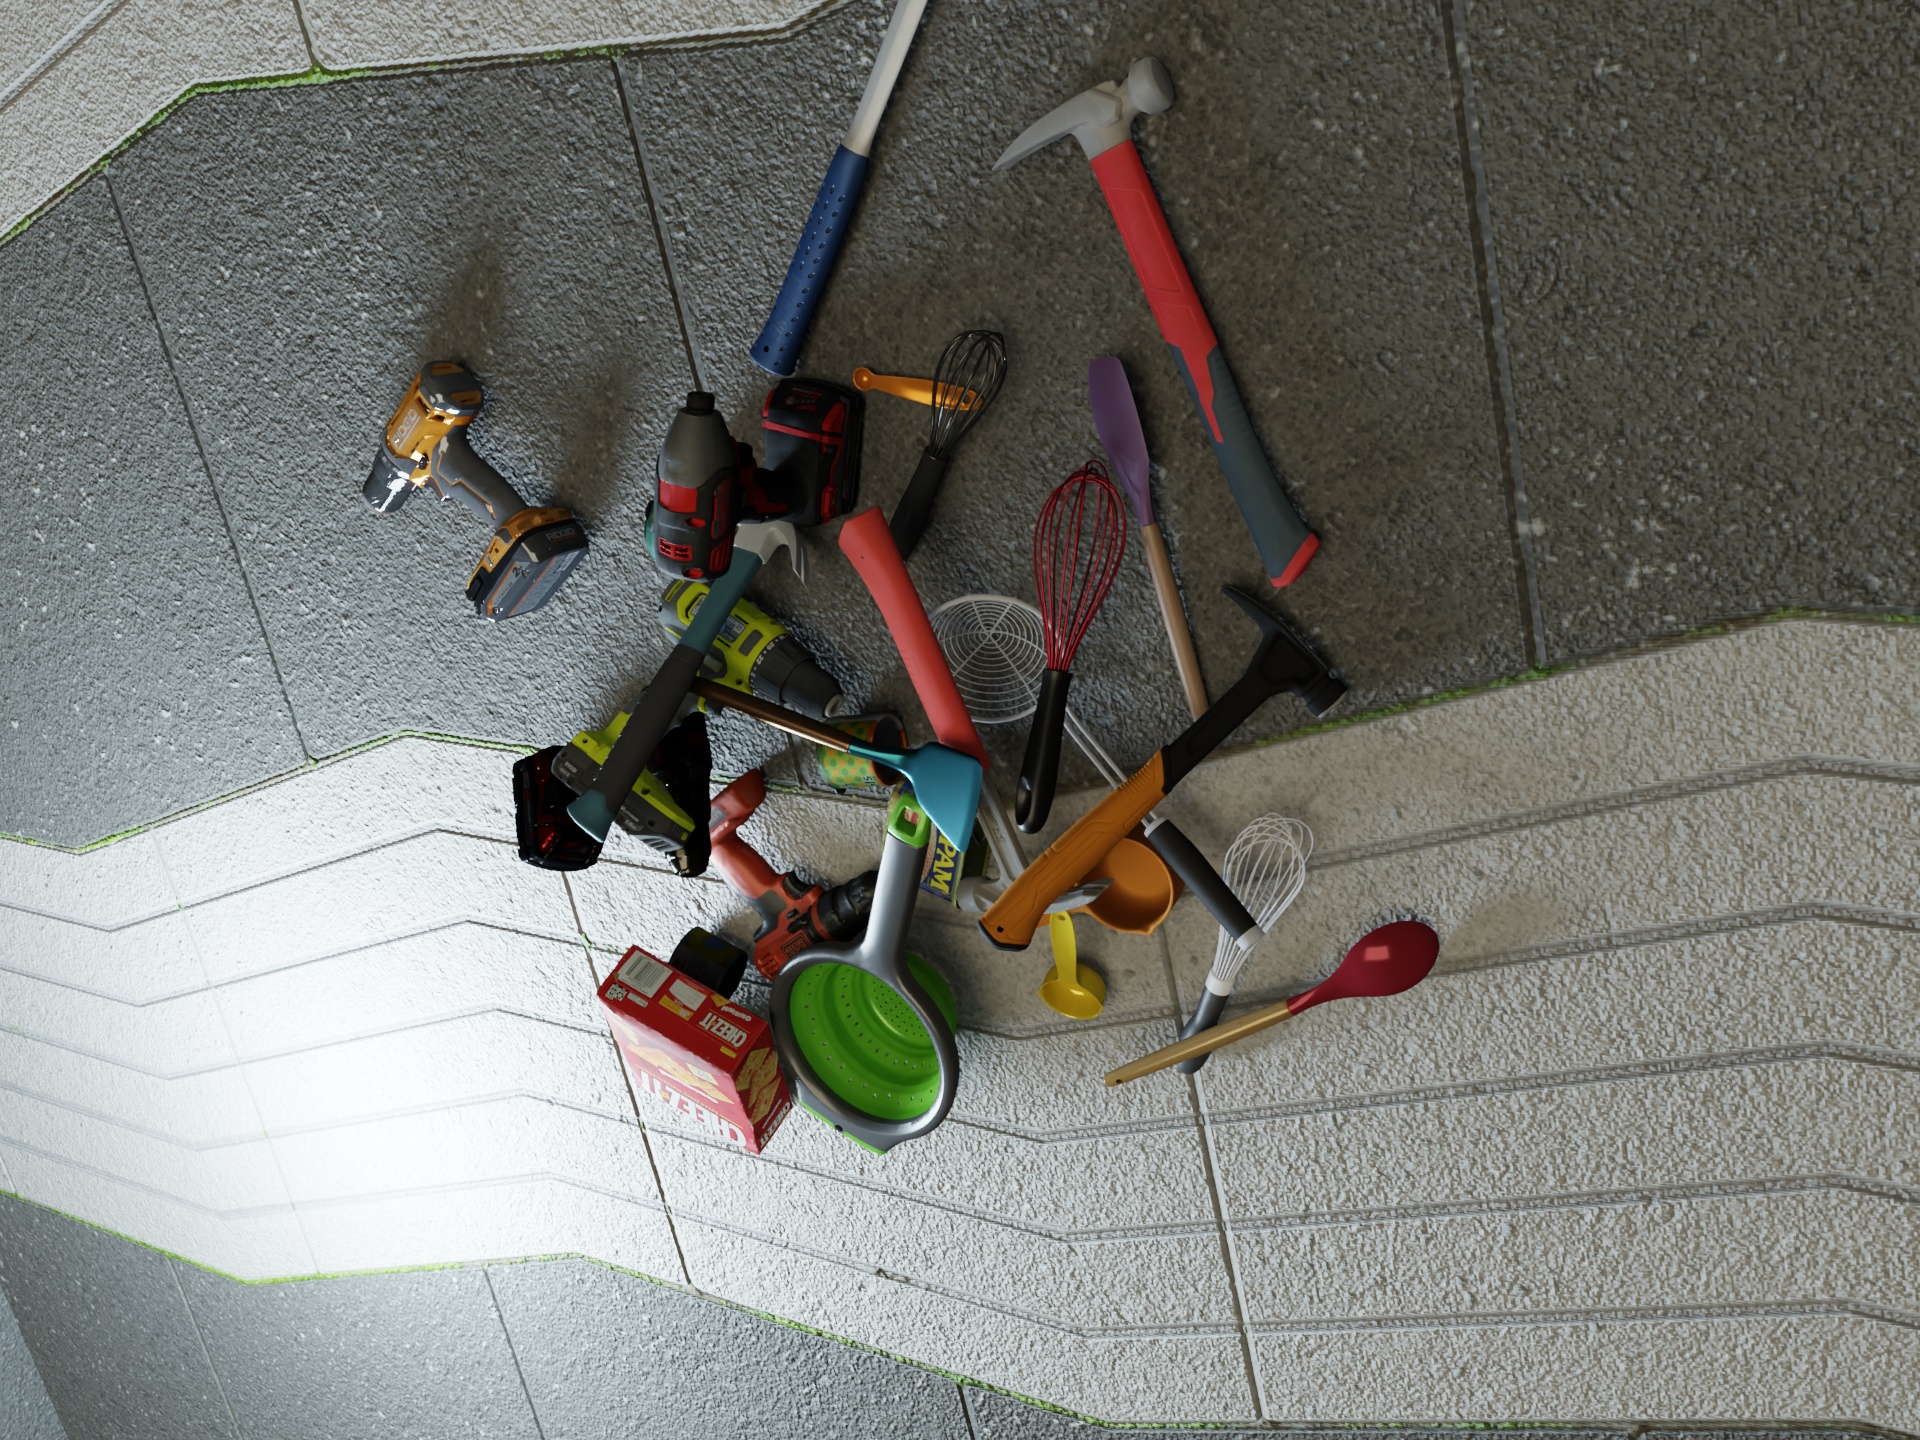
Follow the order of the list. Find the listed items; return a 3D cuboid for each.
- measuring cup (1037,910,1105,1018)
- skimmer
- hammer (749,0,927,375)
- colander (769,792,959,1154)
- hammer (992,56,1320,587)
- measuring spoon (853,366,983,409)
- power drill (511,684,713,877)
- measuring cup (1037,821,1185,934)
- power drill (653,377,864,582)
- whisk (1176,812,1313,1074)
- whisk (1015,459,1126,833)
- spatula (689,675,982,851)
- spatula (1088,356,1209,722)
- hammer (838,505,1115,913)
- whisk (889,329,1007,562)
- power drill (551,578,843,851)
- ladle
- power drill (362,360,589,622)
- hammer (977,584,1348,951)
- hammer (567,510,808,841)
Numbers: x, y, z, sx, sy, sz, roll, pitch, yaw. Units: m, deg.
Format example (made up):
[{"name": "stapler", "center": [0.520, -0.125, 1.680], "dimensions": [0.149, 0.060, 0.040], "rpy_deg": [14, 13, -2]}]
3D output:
[{"name": "measuring cup", "center": [0.096, 0.203, 1.379], "dimensions": [0.062, 0.029, 0.156], "rpy_deg": [10, 137, 19]}, {"name": "skimmer", "center": [0.104, 0.045, 1.277], "dimensions": [0.363, 0.090, 0.127], "rpy_deg": [51, 123, 17]}, {"name": "hammer", "center": [-0.074, -0.451, 1.236], "dimensions": [0.144, 0.035, 0.405], "rpy_deg": [35, 122, 12]}, {"name": "colander", "center": [-0.055, 0.215, 1.442], "dimensions": [0.205, 0.094, 0.396], "rpy_deg": [27, 125, 21]}, {"name": "hammer", "center": [0.159, -0.275, 1.182], "dimensions": [0.143, 0.038, 0.386], "rpy_deg": [-19, 100, 34]}, {"name": "measuring spoon", "center": [-0.034, -0.272, 1.304], "dimensions": [0.117, 0.011, 0.021], "rpy_deg": [15, 121, 18]}, {"name": "power drill", "center": [-0.323, 0.080, 1.519], "dimensions": [0.226, 0.080, 0.188], "rpy_deg": [-23, 67, 32]}, {"name": "measuring cup", "center": [0.115, 0.143, 1.365], "dimensions": [0.173, 0.052, 0.095], "rpy_deg": [-25, 97, 35]}, {"name": "power drill", "center": [-0.165, -0.205, 1.272], "dimensions": [0.078, 0.220, 0.143], "rpy_deg": [17, 117, 21]}, {"name": "whisk", "center": [0.225, 0.193, 1.324], "dimensions": [0.070, 0.070, 0.284], "rpy_deg": [26, 124, 17]}, {"name": "whisk", "center": [0.079, -0.057, 1.239], "dimensions": [0.073, 0.073, 0.296], "rpy_deg": [10, 90, 24]}, {"name": "spatula", "center": [-0.117, 0.014, 1.317], "dimensions": [0.318, 0.044, 0.082], "rpy_deg": [20, 116, 21]}, {"name": "spatula", "center": [0.153, -0.130, 1.249], "dimensions": [0.060, 0.018, 0.315], "rpy_deg": [11, 122, 61]}, {"name": "hammer", "center": [-0.002, -0.004, 1.285], "dimensions": [0.149, 0.037, 0.359], "rpy_deg": [-12, 107, 41]}, {"name": "whisk", "center": [-0.020, -0.215, 1.292], "dimensions": [0.055, 0.055, 0.238], "rpy_deg": [35, 128, 12]}, {"name": "power drill", "center": [-0.232, 0.000, 1.412], "dimensions": [0.191, 0.080, 0.228], "rpy_deg": [35, 82, 18]}, {"name": "ladle", "center": [0.250, 0.245, 1.315], "dimensions": [0.315, 0.031, 0.069], "rpy_deg": [-29, 117, 26]}, {"name": "power drill", "center": [-0.478, -0.203, 1.527], "dimensions": [0.185, 0.084, 0.226], "rpy_deg": [-41, 83, 34]}, {"name": "hammer", "center": [0.136, 0.049, 1.234], "dimensions": [0.337, 0.034, 0.127], "rpy_deg": [-44, 85, 4]}, {"name": "hammer", "center": [-0.236, -0.048, 1.350], "dimensions": [0.128, 0.331, 0.033], "rpy_deg": [19, 161, 25]}]
